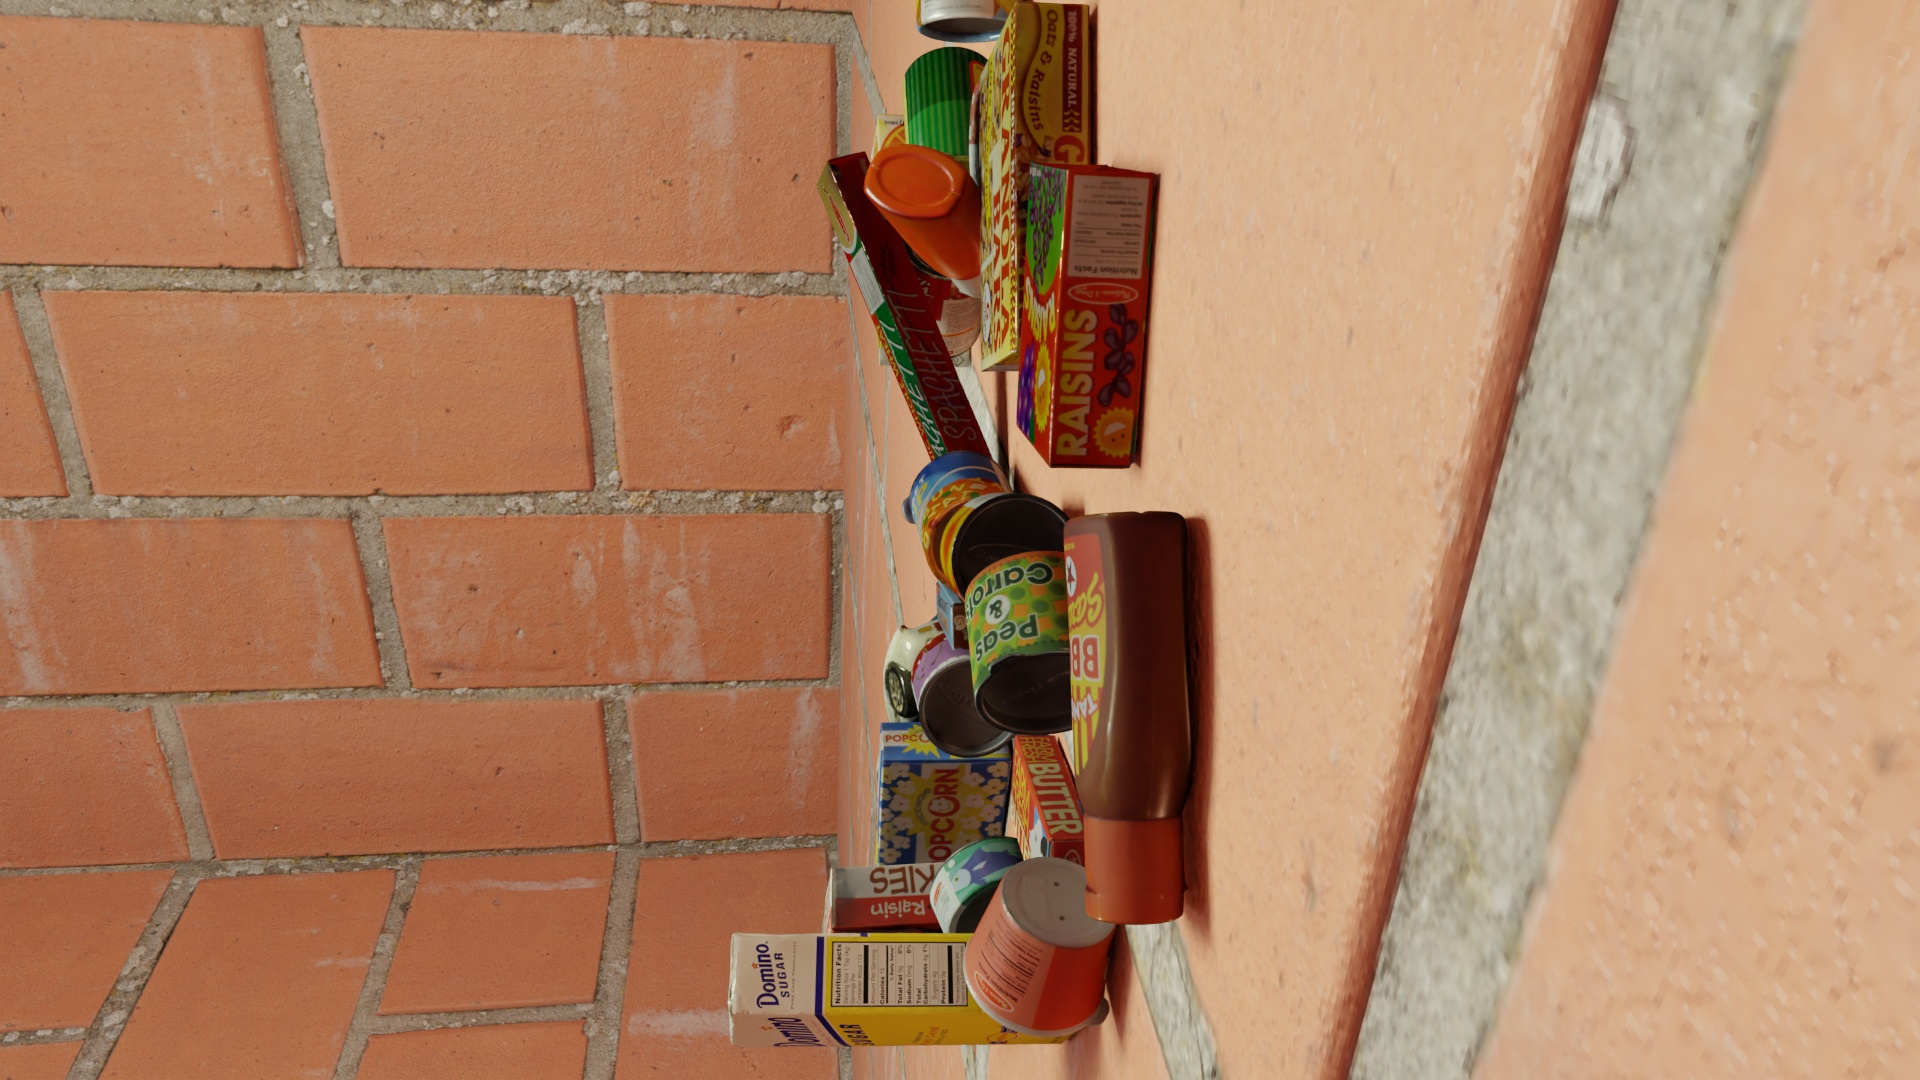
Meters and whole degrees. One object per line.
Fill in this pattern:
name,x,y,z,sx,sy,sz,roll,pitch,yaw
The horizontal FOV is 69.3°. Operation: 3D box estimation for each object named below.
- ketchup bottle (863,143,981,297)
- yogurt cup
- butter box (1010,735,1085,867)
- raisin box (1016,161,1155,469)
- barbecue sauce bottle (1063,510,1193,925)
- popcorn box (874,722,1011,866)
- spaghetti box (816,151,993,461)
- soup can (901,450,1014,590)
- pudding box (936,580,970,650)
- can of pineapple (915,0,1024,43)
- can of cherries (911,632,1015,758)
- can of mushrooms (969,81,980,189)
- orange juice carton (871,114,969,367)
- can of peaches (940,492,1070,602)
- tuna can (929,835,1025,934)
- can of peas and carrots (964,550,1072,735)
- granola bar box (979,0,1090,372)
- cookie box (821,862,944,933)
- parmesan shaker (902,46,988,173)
ketchup bottle,-0.006,-0.186,0.836,0.043,0.065,0.148,-67,-18,-3
yogurt cup,0.039,0.183,0.636,0.073,0.072,0.053,-102,22,-56
butter box,0.046,0.148,0.720,0.104,0.024,0.053,-109,19,-67
raisin box,0.052,-0.100,0.605,0.086,0.040,0.123,-117,29,-71
barbecue sauce bottle,0.063,0.065,0.518,0.065,0.044,0.148,156,113,-80
popcorn box,-0.014,0.178,0.941,0.038,0.085,0.126,-99,11,-52
spaghetti box,-0.033,-0.133,0.922,0.250,0.029,0.050,67,165,-1
soup can,0.003,-0.011,0.854,0.084,0.071,0.071,-110,21,-68
pudding box,0.013,0.044,0.864,0.084,0.050,0.030,-131,40,-78
can of pineapple,0.006,-0.335,0.834,0.071,0.071,0.057,-143,53,-80
can of cherries,0.006,0.094,0.879,0.058,0.071,0.071,-115,26,-74
can of mushrooms,0.025,-0.237,0.816,0.071,0.033,0.071,-177,87,-83
orange juice carton,-0.031,-0.228,1.088,0.073,0.072,0.193,126,143,-77
can of peaches,0.024,0.010,0.714,0.058,0.071,0.071,-158,68,-82
tuna can,0.022,0.196,0.757,0.033,0.071,0.070,-124,32,-56
can of peas and carrots,0.035,0.045,0.627,0.070,0.071,0.059,99,168,-49
granola bar box,0.037,-0.173,0.713,0.124,0.039,0.165,-166,76,-83
cookie box,-0.022,0.238,0.864,0.166,0.123,0.040,105,162,-63
parmesan shaker,-0.004,-0.263,0.902,0.071,0.071,0.103,102,166,-59
